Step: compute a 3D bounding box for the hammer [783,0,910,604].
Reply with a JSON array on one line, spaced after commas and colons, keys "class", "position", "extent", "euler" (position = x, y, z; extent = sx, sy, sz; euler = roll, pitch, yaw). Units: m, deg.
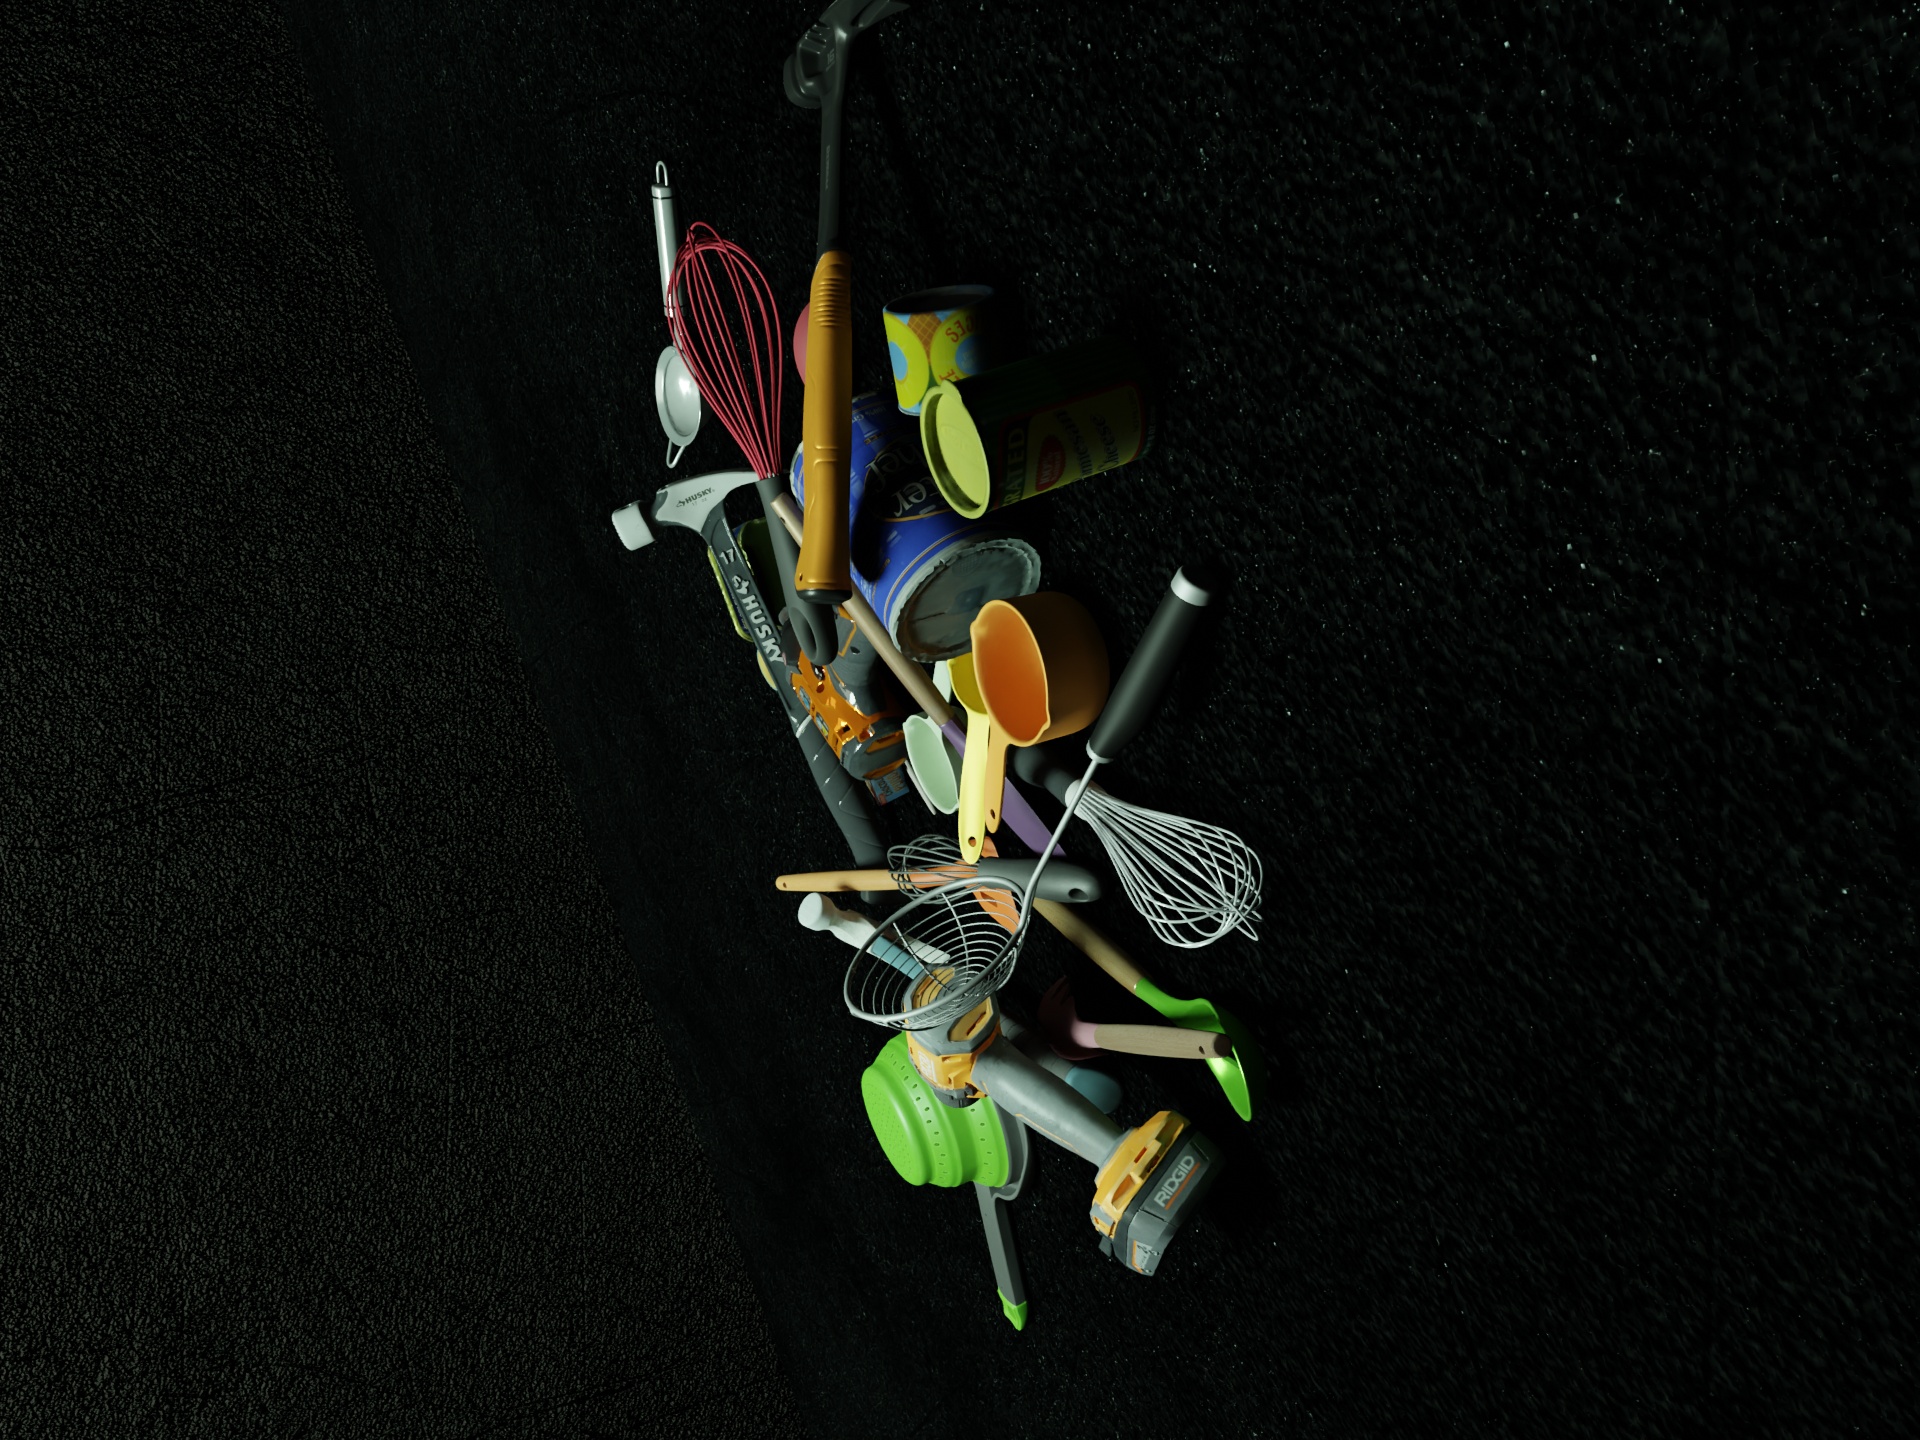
[{"class": "hammer", "position": [-0.072, -0.236, 0.914], "extent": [0.127, 0.034, 0.337], "euler": [-177, 88, -66]}]

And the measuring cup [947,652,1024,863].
[{"class": "measuring cup", "position": [0.019, 0.016, 1.027], "extent": [0.062, 0.029, 0.156], "euler": [15, 107, 37]}]

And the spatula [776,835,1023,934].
[{"class": "spatula", "position": [-0.058, 0.132, 1.297], "extent": [0.323, 0.041, 0.081], "euler": [-8, 103, 47]}]

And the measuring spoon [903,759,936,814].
[{"class": "measuring spoon", "position": [-0.044, 0.018, 1.271], "extent": [0.124, 0.018, 0.034], "euler": [62, 172, -2]}]

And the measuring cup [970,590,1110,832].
[{"class": "measuring cup", "position": [0.046, -0.001, 0.964], "extent": [0.095, 0.052, 0.173], "euler": [53, 148, 40]}]

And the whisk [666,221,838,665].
[{"class": "whisk", "position": [-0.128, -0.178, 1.039], "extent": [0.073, 0.073, 0.295], "euler": [6, 113, 66]}]

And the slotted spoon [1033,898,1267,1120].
[{"class": "slotted spoon", "position": [0.105, 0.158, 1.028], "extent": [0.314, 0.031, 0.070], "euler": [36, 145, 57]}]

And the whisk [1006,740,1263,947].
[{"class": "whisk", "position": [0.089, 0.057, 0.938], "extent": [0.285, 0.070, 0.070], "euler": [38, 144, 59]}]

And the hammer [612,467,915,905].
[{"class": "hammer", "position": [-0.132, -0.019, 1.326], "extent": [0.036, 0.149, 0.408], "euler": [-111, -3, -71]}]

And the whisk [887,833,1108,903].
[{"class": "whisk", "position": [0.023, 0.110, 1.120], "extent": [0.239, 0.055, 0.055], "euler": [-1, 109, 54]}]

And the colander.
[{"class": "colander", "position": [-0.010, 0.415, 1.443], "extent": [0.205, 0.094, 0.396], "euler": [32, 138, 56]}]

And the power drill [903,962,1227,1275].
[{"class": "power drill", "position": [0.058, 0.268, 1.066], "extent": [0.226, 0.084, 0.185], "euler": [35, 157, 19]}]

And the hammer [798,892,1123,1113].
[{"class": "hammer", "position": [0.004, 0.221, 1.246], "extent": [0.128, 0.033, 0.331], "euler": [31, 176, -40]}]

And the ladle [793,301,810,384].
[{"class": "ladle", "position": [-0.091, -0.167, 1.189], "extent": [0.069, 0.031, 0.315], "euler": [45, 150, 41]}]

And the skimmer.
[{"class": "skimmer", "position": [0.031, 0.047, 0.899], "extent": [0.090, 0.127, 0.363], "euler": [25, 127, 0]}]

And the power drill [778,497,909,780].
[{"class": "power drill", "position": [-0.087, -0.082, 1.166], "extent": [0.164, 0.084, 0.226], "euler": [54, 152, 30]}]

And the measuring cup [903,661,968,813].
[{"class": "measuring cup", "position": [-0.002, -0.004, 1.116], "extent": [0.083, 0.038, 0.167], "euler": [54, 152, 32]}]

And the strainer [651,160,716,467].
[{"class": "strainer", "position": [-0.239, -0.342, 1.355], "extent": [0.087, 0.050, 0.258], "euler": [35, 135, 45]}]

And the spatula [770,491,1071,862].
[{"class": "spatula", "position": [-0.025, -0.021, 1.054], "extent": [0.315, 0.018, 0.060], "euler": [53, 160, -15]}]

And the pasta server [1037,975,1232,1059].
[{"class": "pasta server", "position": [0.106, 0.195, 0.998], "extent": [0.060, 0.040, 0.316], "euler": [60, 163, 1]}]
